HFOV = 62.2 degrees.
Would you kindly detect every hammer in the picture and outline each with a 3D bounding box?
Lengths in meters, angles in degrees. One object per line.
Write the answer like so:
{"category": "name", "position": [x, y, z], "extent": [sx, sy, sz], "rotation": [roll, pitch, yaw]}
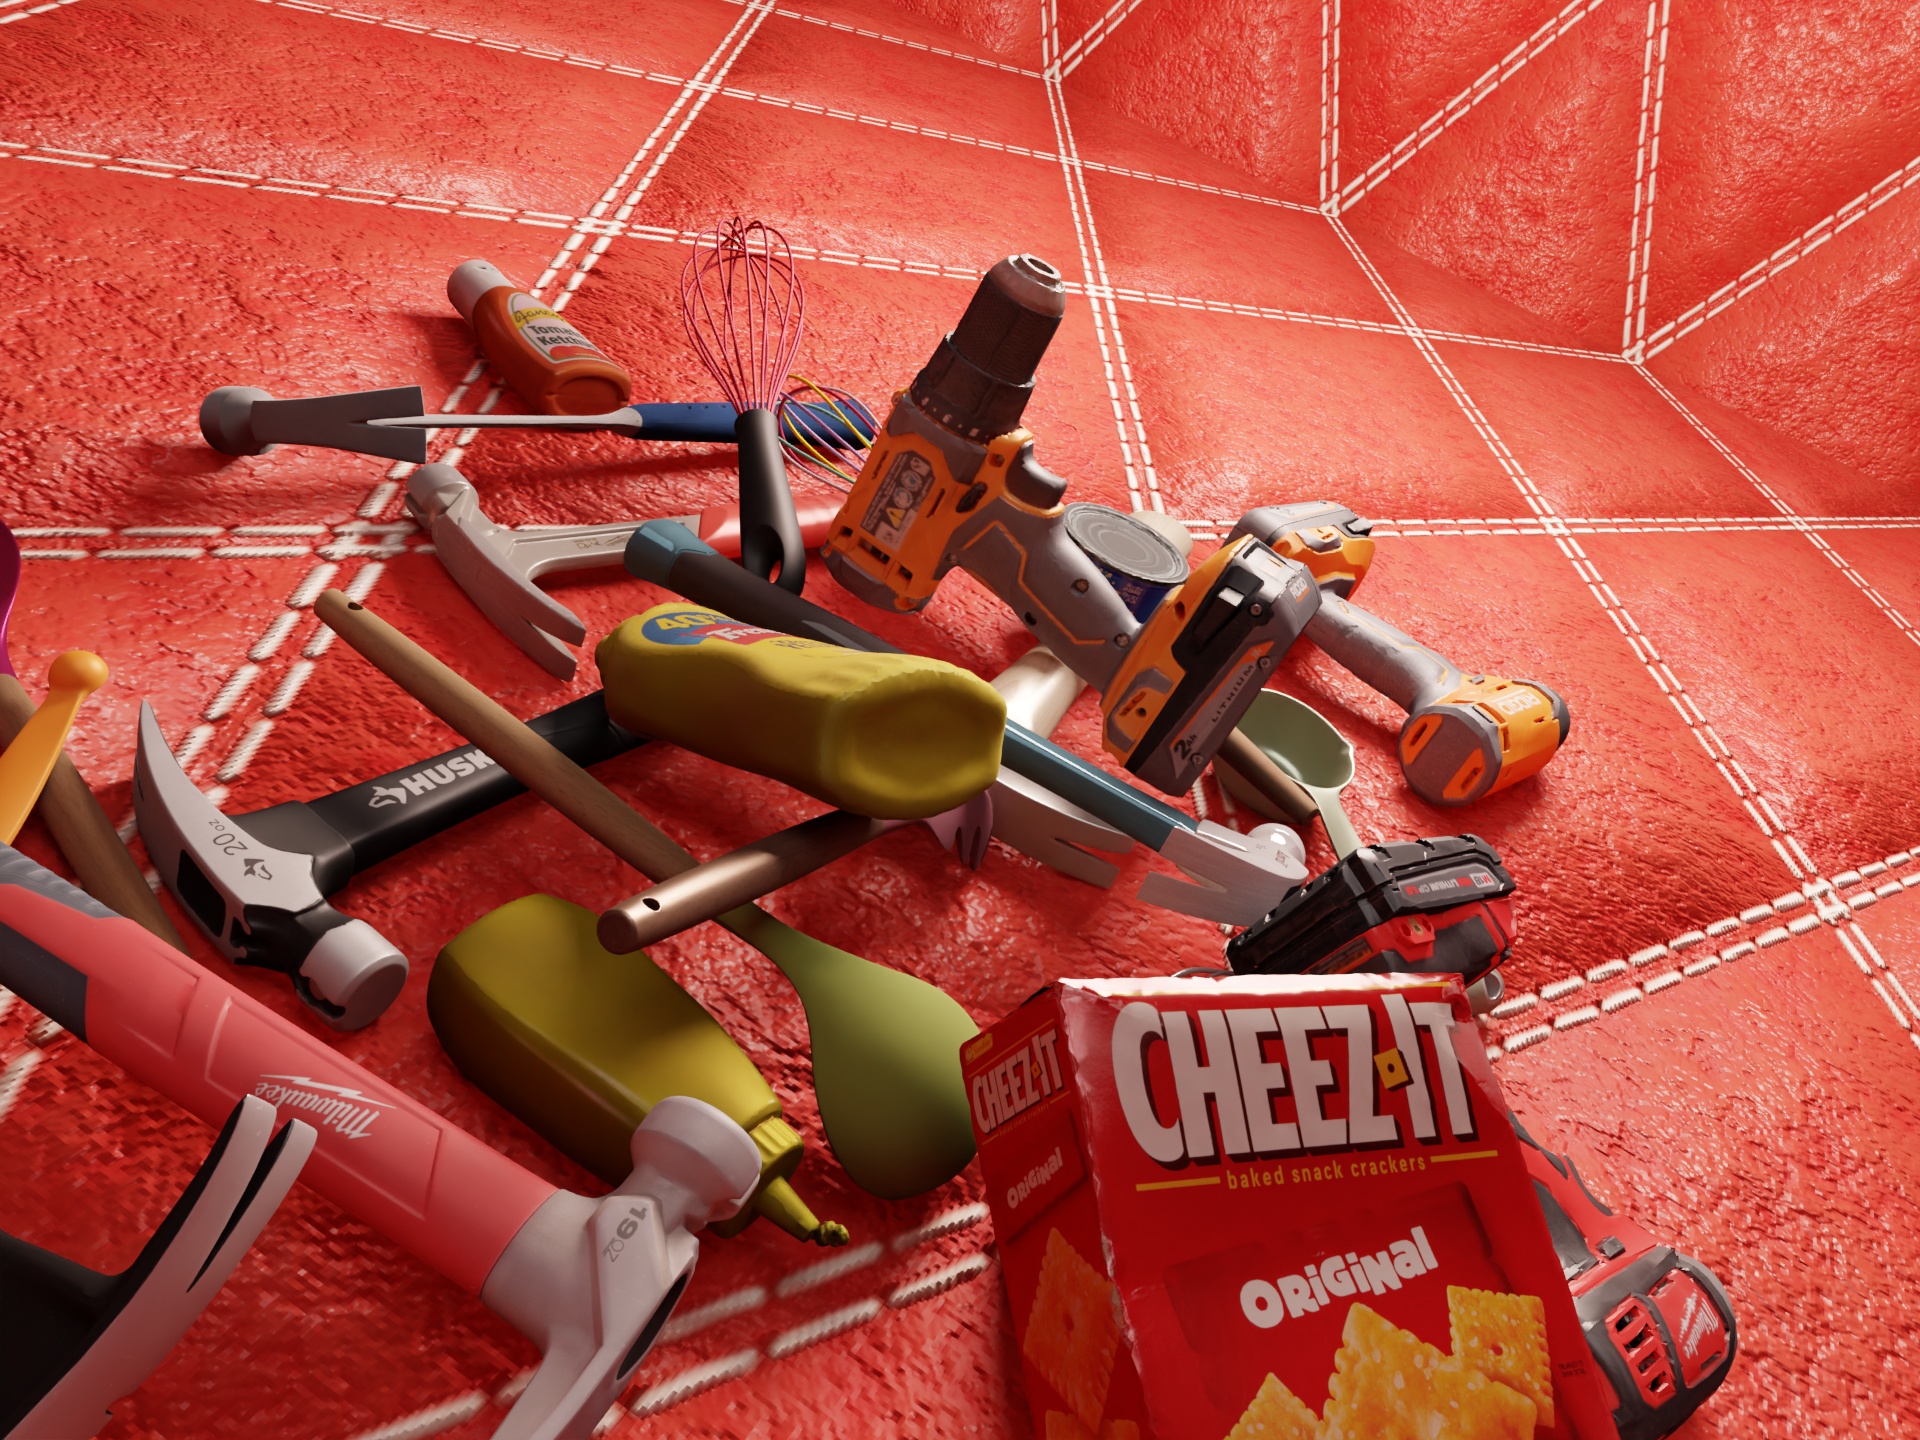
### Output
{"category": "hammer", "position": [-0.172, 0.007, 0.661], "extent": [0.146, 0.035, 0.335], "rotation": [35, 32, 17]}
{"category": "hammer", "position": [-0.190, -0.165, 0.884], "extent": [0.144, 0.035, 0.405], "rotation": [9, 14, 37]}
{"category": "hammer", "position": [-0.257, 0.086, 0.458], "extent": [0.386, 0.038, 0.143], "rotation": [27, 49, 13]}
{"category": "hammer", "position": [-0.320, 0.066, 0.422], "extent": [0.337, 0.034, 0.127], "rotation": [32, 71, 23]}
{"category": "hammer", "position": [-0.001, -0.002, 0.700], "extent": [0.331, 0.033, 0.128], "rotation": [29, 13, 10]}
{"category": "hammer", "position": [0.079, -0.041, 0.907], "extent": [0.146, 0.038, 0.411], "rotation": [30, 30, 8]}
{"category": "hammer", "position": [-0.108, -0.101, 0.873], "extent": [0.359, 0.036, 0.149], "rotation": [-14, 47, -46]}

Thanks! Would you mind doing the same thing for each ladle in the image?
{"category": "ladle", "position": [-0.120, 0.054, 0.575], "extent": [0.320, 0.062, 0.078], "rotation": [35, 27, 13]}

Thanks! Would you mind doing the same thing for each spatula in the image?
{"category": "spatula", "position": [0.073, -0.054, 0.857], "extent": [0.316, 0.018, 0.059], "rotation": [45, -6, 24]}

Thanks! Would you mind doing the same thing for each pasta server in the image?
{"category": "pasta server", "position": [-0.048, 0.048, 0.586], "extent": [0.060, 0.040, 0.316], "rotation": [32, 15, 12]}

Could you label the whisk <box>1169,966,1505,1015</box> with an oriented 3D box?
{"category": "whisk", "position": [0.164, 0.128, 0.694], "extent": [0.246, 0.059, 0.058], "rotation": [0, 74, -40]}

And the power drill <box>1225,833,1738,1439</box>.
{"category": "power drill", "position": [0.207, 0.156, 0.601], "extent": [0.143, 0.078, 0.220], "rotation": [0, 55, -46]}

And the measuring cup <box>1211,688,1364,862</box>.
{"category": "measuring cup", "position": [0.182, 0.054, 0.833], "extent": [0.083, 0.038, 0.168], "rotation": [8, 43, -27]}

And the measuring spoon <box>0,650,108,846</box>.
{"category": "measuring spoon", "position": [-0.320, 0.018, 0.535], "extent": [0.021, 0.011, 0.117], "rotation": [6, 48, 0]}

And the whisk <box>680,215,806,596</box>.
{"category": "whisk", "position": [-0.112, -0.173, 0.859], "extent": [0.073, 0.073, 0.296], "rotation": [8, 50, -25]}

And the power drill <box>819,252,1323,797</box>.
{"category": "power drill", "position": [0.059, -0.093, 0.759], "extent": [0.226, 0.185, 0.084], "rotation": [36, 29, 9]}

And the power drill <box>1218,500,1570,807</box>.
{"category": "power drill", "position": [0.280, -0.045, 1.010], "extent": [0.164, 0.084, 0.227], "rotation": [-13, 50, -46]}

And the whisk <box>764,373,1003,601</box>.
{"category": "whisk", "position": [-0.023, -0.118, 0.879], "extent": [0.245, 0.047, 0.051], "rotation": [41, 33, 22]}

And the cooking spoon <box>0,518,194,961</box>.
{"category": "cooking spoon", "position": [-0.335, 0.005, 0.568], "extent": [0.069, 0.017, 0.319], "rotation": [-26, 55, -34]}
